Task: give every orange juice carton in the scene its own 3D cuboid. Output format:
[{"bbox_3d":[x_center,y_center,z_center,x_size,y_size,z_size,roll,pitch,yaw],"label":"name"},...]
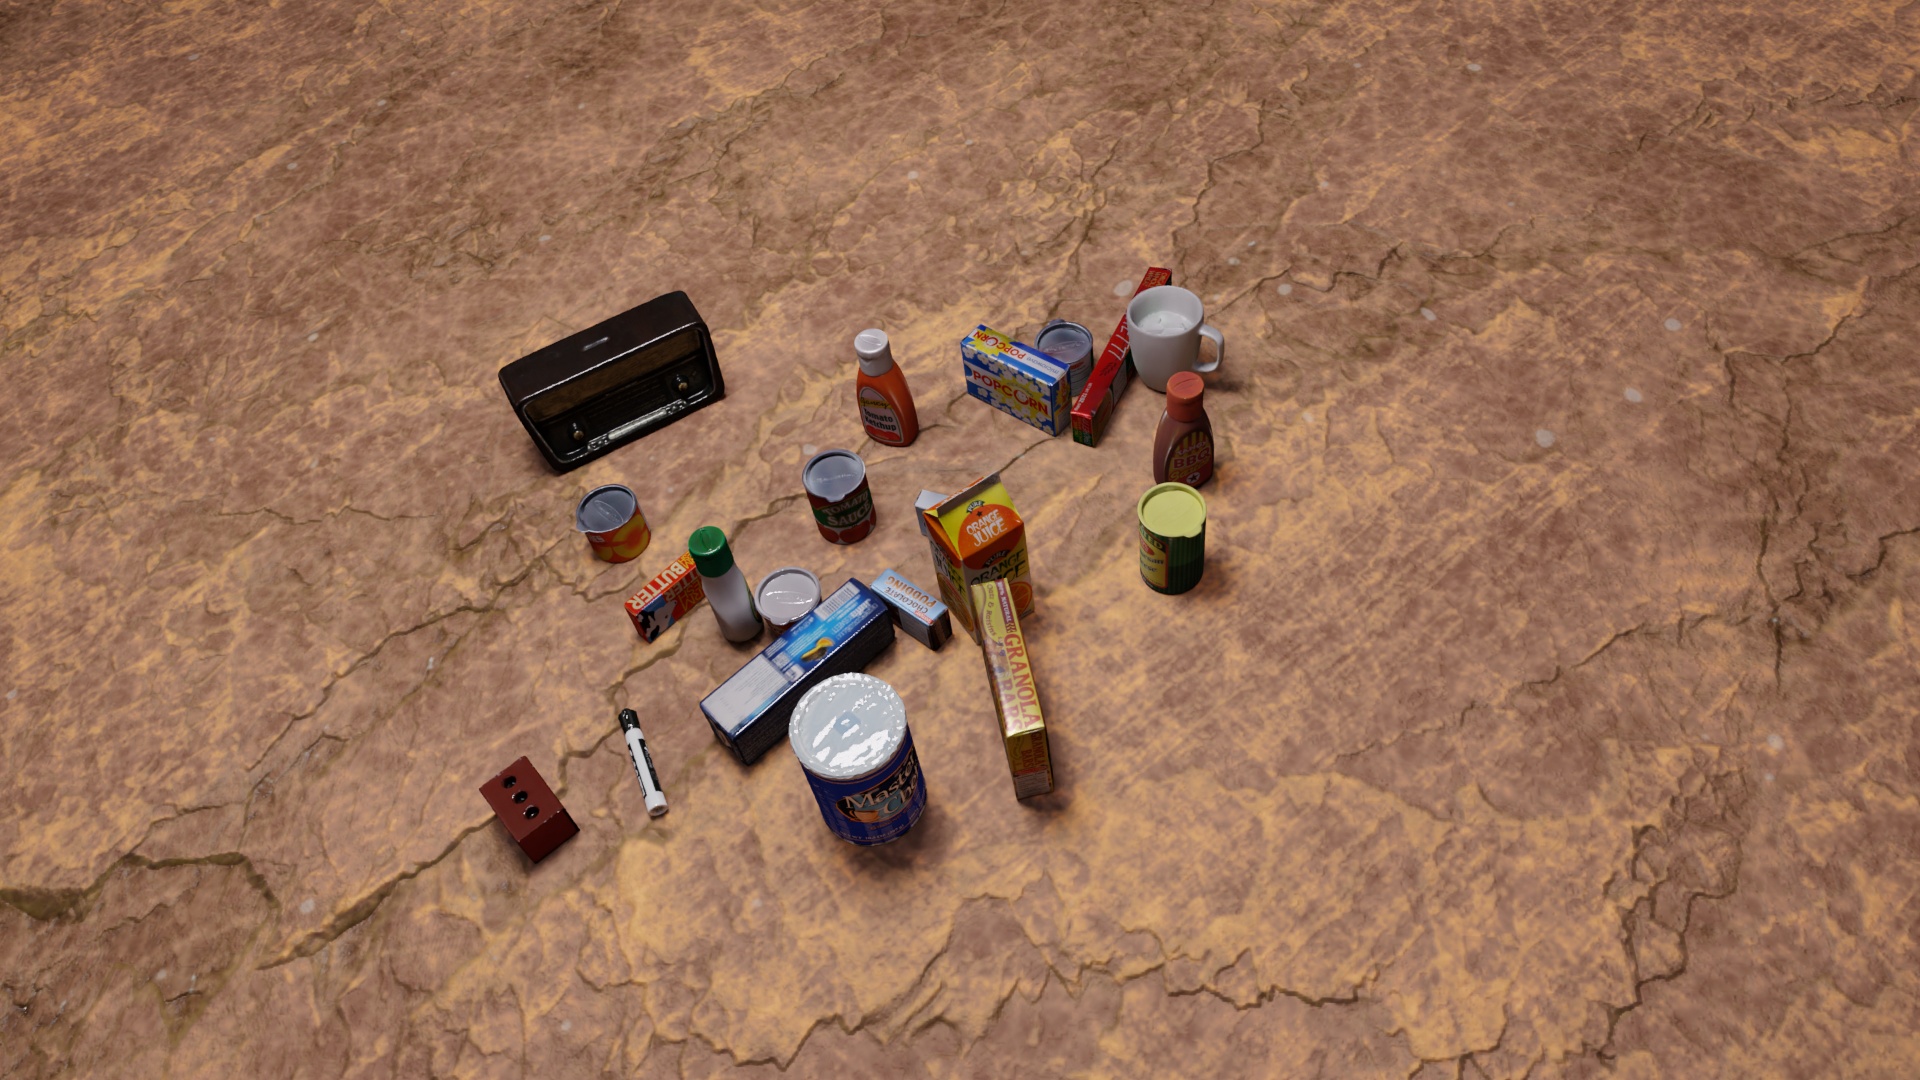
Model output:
[{"bbox_3d":[0.017,0.010,1.343,0.072,0.191,0.073,-30,55,-14],"label":"orange juice carton"}]

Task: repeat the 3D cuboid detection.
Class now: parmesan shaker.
[{"bbox_3d":[0.211,0.002,1.378,0.071,0.102,0.071,-4,53,5],"label":"parmesan shaker"}]

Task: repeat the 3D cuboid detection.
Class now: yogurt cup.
[{"bbox_3d":[-0.170,0.068,1.411,0.072,0.053,0.073,-4,53,5],"label":"yogurt cup"}]

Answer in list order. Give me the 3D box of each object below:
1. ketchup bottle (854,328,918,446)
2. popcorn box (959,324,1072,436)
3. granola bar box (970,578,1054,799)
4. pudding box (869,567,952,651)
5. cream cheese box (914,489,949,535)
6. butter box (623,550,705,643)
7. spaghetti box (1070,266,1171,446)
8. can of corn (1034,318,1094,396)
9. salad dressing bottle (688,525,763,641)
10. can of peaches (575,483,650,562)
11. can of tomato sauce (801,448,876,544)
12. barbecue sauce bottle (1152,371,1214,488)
[{"bbox_3d":[-0.086,-0.168,1.518,0.065,0.148,0.044,19,58,21],"label":"ketchup bottle"},{"bbox_3d":[0.064,-0.179,1.546,0.127,0.084,0.038,29,62,26],"label":"popcorn box"},{"bbox_3d":[0.049,0.137,1.285,0.039,0.123,0.166,-12,53,-1],"label":"granola bar box"},{"bbox_3d":[-0.050,0.069,1.397,0.084,0.049,0.030,32,63,27],"label":"pudding box"},{"bbox_3d":[0.005,-0.018,1.453,0.104,0.053,0.024,15,57,18],"label":"cream cheese box"},{"bbox_3d":[-0.297,0.054,1.440,0.024,0.053,0.104,34,64,28],"label":"butter box"},{"bbox_3d":[0.186,-0.213,1.577,0.029,0.050,0.251,17,57,20],"label":"spaghetti box"},{"bbox_3d":[0.118,-0.207,1.577,0.071,0.058,0.071,-4,53,5],"label":"can of corn"},{"bbox_3d":[-0.234,0.044,1.380,0.044,0.147,0.064,-22,54,-9],"label":"salad dressing bottle"},{"bbox_3d":[-0.376,-0.017,1.501,0.071,0.057,0.071,-4,53,5],"label":"can of peaches"},{"bbox_3d":[-0.127,-0.044,1.472,0.071,0.082,0.071,-4,53,5],"label":"can of tomato sauce"},{"bbox_3d":[0.231,-0.111,1.433,0.065,0.147,0.044,-22,53,-8],"label":"barbecue sauce bottle"}]
